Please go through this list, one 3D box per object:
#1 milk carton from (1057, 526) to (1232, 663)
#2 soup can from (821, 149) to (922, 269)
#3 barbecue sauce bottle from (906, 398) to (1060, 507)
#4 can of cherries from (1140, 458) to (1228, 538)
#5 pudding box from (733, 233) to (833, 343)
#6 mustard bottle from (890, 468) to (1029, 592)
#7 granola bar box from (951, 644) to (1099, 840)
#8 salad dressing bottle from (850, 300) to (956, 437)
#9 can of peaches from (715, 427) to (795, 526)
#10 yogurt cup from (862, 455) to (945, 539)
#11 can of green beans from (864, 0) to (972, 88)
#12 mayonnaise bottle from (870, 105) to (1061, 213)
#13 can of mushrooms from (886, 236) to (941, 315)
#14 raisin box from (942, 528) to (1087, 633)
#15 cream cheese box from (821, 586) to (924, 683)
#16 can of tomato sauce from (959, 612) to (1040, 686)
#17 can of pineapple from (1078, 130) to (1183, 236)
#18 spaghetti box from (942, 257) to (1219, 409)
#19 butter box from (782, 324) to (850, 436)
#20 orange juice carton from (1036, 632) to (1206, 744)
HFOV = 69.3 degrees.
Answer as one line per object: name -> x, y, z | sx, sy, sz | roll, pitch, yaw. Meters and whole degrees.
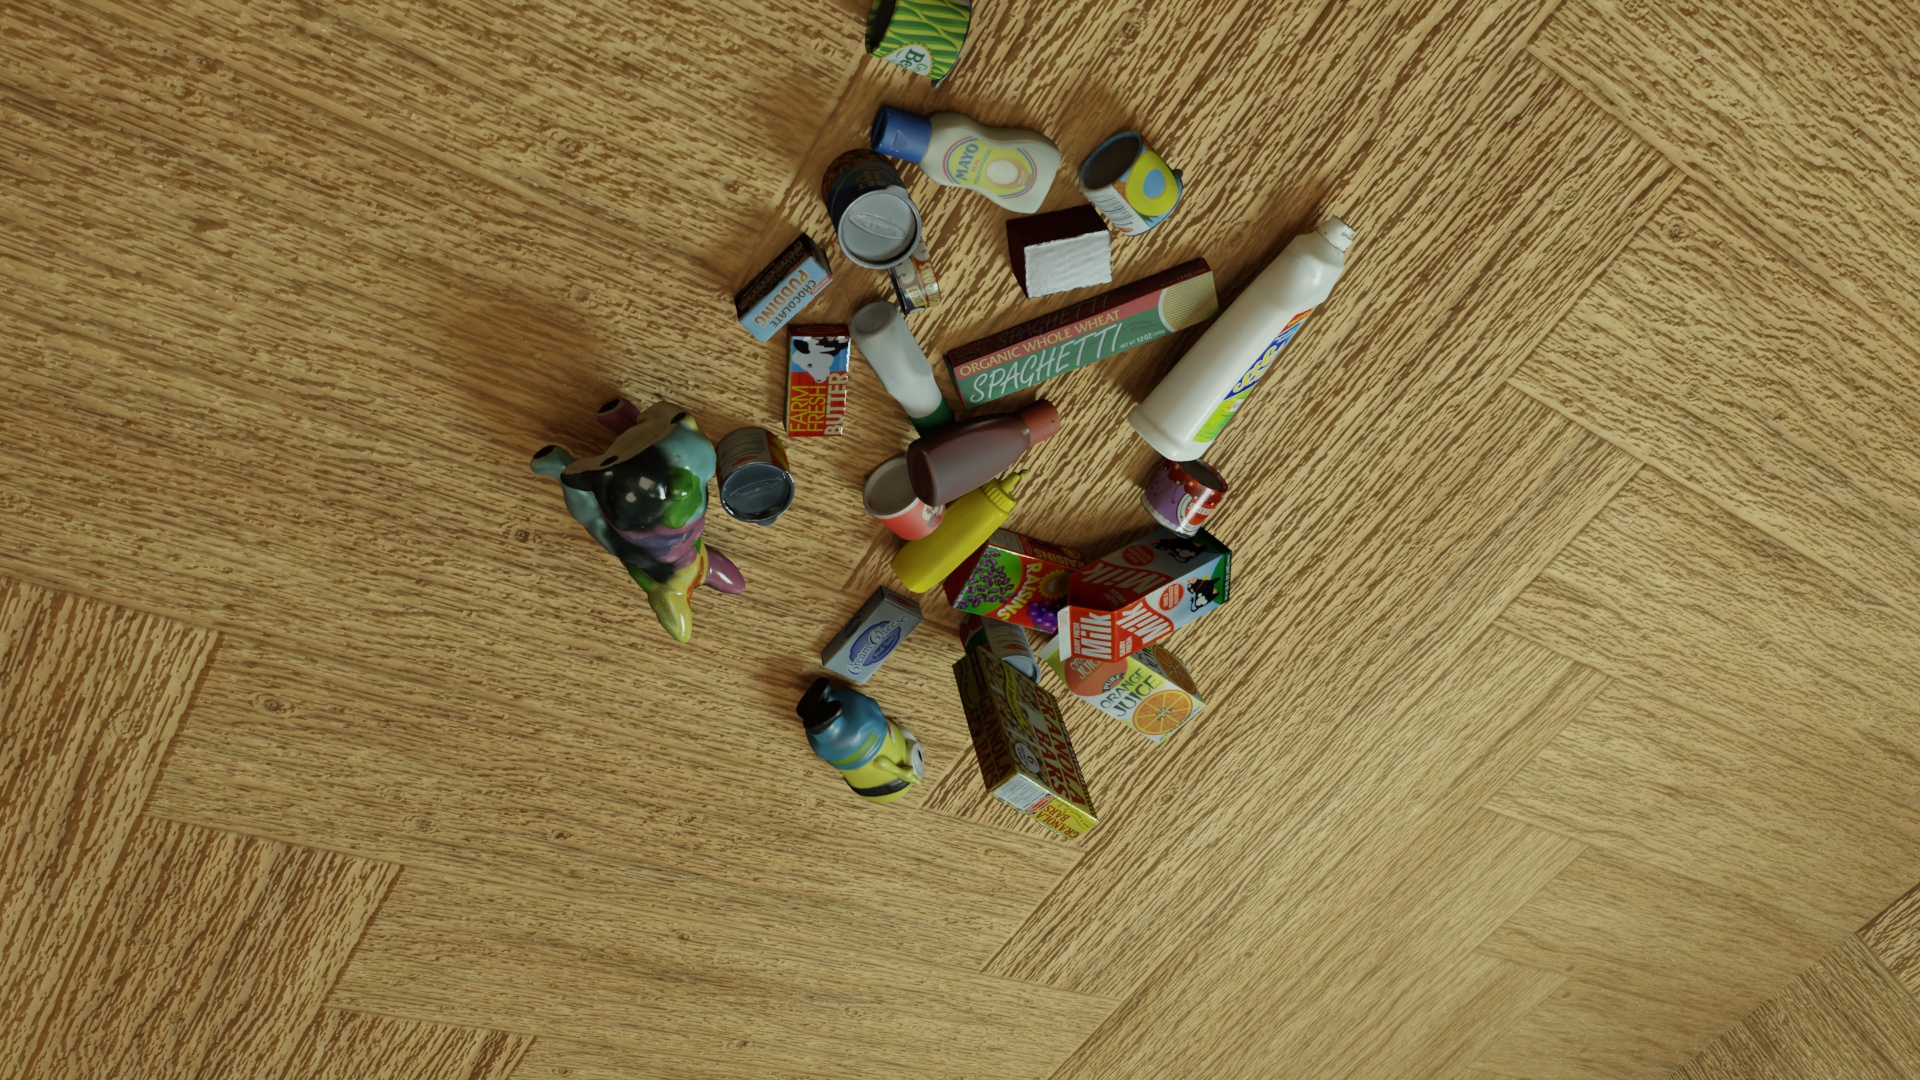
milk carton -> 0.175, 0.055, 1.386 | 0.191, 0.073, 0.072 | -26, 134, -22
soup can -> -0.070, -0.264, 1.093 | 0.071, 0.084, 0.071 | -9, 129, -11
barbecue sauce bottle -> 0.023, -0.085, 1.254 | 0.149, 0.044, 0.064 | -27, 128, -27
can of cherries -> 0.221, -0.045, 1.360 | 0.071, 0.072, 0.058 | 19, 119, -28
pudding box -> -0.145, -0.206, 1.137 | 0.083, 0.050, 0.030 | -39, 126, 15
mustard bottle -> 0.005, -0.017, 1.325 | 0.160, 0.049, 0.065 | -43, 170, 12
granola bar box -> 0.060, 0.192, 1.324 | 0.039, 0.166, 0.124 | -40, 127, 19
salad dressing bottle -> -0.046, -0.143, 1.212 | 0.044, 0.064, 0.147 | -20, 138, 11
can of peaches -> -0.184, -0.057, 1.237 | 0.071, 0.058, 0.070 | -9, 129, -11
yogurt cup -> -0.050, -0.037, 1.291 | 0.072, 0.073, 0.053 | -31, 137, 8
can of green beans -> -0.032, -0.381, 1.024 | 0.058, 0.071, 0.071 | 13, 122, -25
mayonnaise bottle -> 0.003, -0.308, 1.108 | 0.148, 0.041, 0.064 | 10, 125, -24
can of mushrooms -> -0.041, -0.220, 1.144 | 0.033, 0.071, 0.070 | -19, 130, -4
raisin box -> 0.057, 0.040, 1.397 | 0.123, 0.040, 0.085 | 16, 120, -25
cream cheese box -> -0.090, 0.097, 1.407 | 0.053, 0.024, 0.103 | 29, 114, -32
can of tomato sauce -> 0.038, 0.117, 1.423 | 0.071, 0.083, 0.070 | -8, 129, -10
can of pineapple -> 0.141, -0.296, 1.145 | 0.071, 0.071, 0.058 | -41, 127, 16
spaghetti box -> 0.109, -0.185, 1.245 | 0.250, 0.029, 0.050 | -21, 129, -1
butter box -> -0.126, -0.139, 1.212 | 0.053, 0.024, 0.103 | -3, 127, -14
orange juice carton -> 0.169, 0.138, 1.486 | 0.192, 0.073, 0.071 | 33, 113, -34
